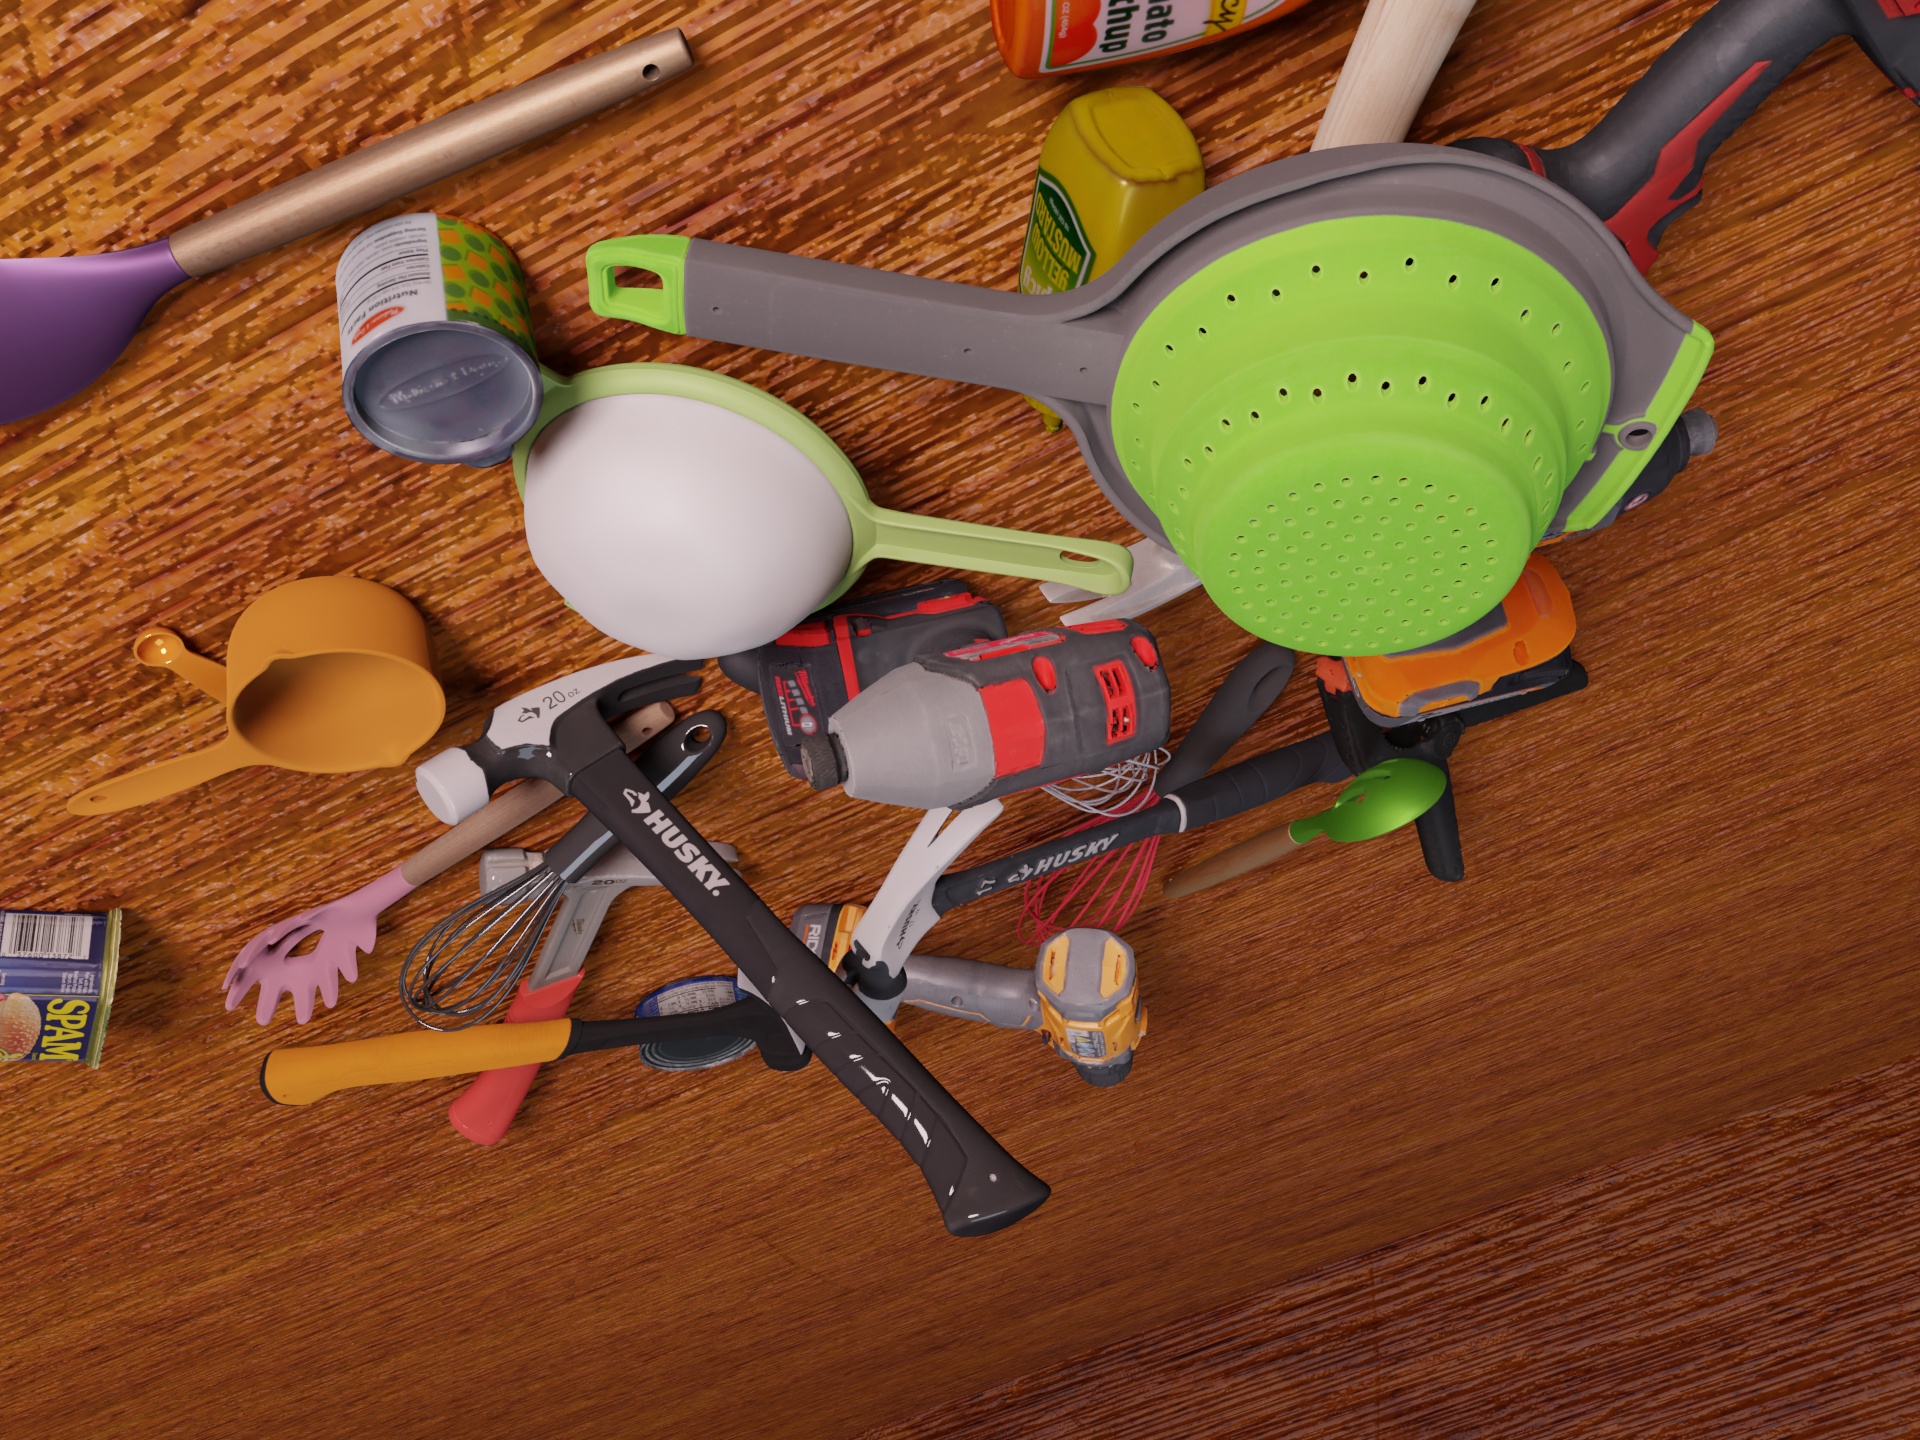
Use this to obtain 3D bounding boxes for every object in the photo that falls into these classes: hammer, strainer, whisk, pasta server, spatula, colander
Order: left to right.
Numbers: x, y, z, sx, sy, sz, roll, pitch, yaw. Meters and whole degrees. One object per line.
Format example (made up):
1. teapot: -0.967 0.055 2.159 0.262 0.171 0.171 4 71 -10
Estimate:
1. spatula: -0.234 -0.162 0.529 0.316 0.018 0.059 -20 146 7
2. pasta server: -0.276 0.076 0.855 0.316 0.040 0.060 -31 135 18
3. hammer: -0.266 0.194 0.967 0.337 0.034 0.127 -8 143 6
4. hammer: -0.262 0.184 1.027 0.149 0.037 0.359 2 143 -28
5. whisk: -0.209 0.079 0.844 0.239 0.055 0.055 -43 142 9
6. hammer: -0.086 0.099 0.722 0.146 0.335 0.035 -36 160 -33
7. strainer: -0.062 -0.059 0.633 0.256 0.069 0.151 9 146 5
8. whisk: -0.001 -0.004 0.852 0.284 0.070 0.070 15 136 -32
9. colander: 0.059 -0.101 0.558 0.397 0.095 0.204 9 145 -2
10. whisk: 0.119 0.056 0.996 0.073 0.073 0.295 6 135 -33
11. hammer: 0.108 0.051 0.883 0.409 0.036 0.149 -15 141 -42
12. hammer: 0.125 -0.170 0.596 0.146 0.038 0.410 -26 157 -19

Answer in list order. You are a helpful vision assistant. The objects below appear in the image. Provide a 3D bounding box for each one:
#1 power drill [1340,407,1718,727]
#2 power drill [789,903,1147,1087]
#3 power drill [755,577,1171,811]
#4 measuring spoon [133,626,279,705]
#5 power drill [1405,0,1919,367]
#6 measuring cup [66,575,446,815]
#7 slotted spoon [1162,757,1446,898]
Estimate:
1. power drill: 0.273 -0.082 0.799 0.164 0.084 0.226 -15 157 3
2. power drill: 0.010 0.191 1.054 0.226 0.084 0.185 3 150 12
3. power drill: -0.016 -0.009 0.684 0.143 0.078 0.220 -14 -169 -16
4. measuring spoon: -0.325 -0.015 0.720 0.021 0.011 0.116 -37 149 5
5. power drill: 0.308 -0.225 0.639 0.187 0.080 0.226 17 138 -42
6. measuring cup: -0.311 -0.008 0.695 0.173 0.052 0.095 -20 148 5
7. slotted spoon: 0.200 0.078 1.010 0.070 0.031 0.313 -42 180 -26
